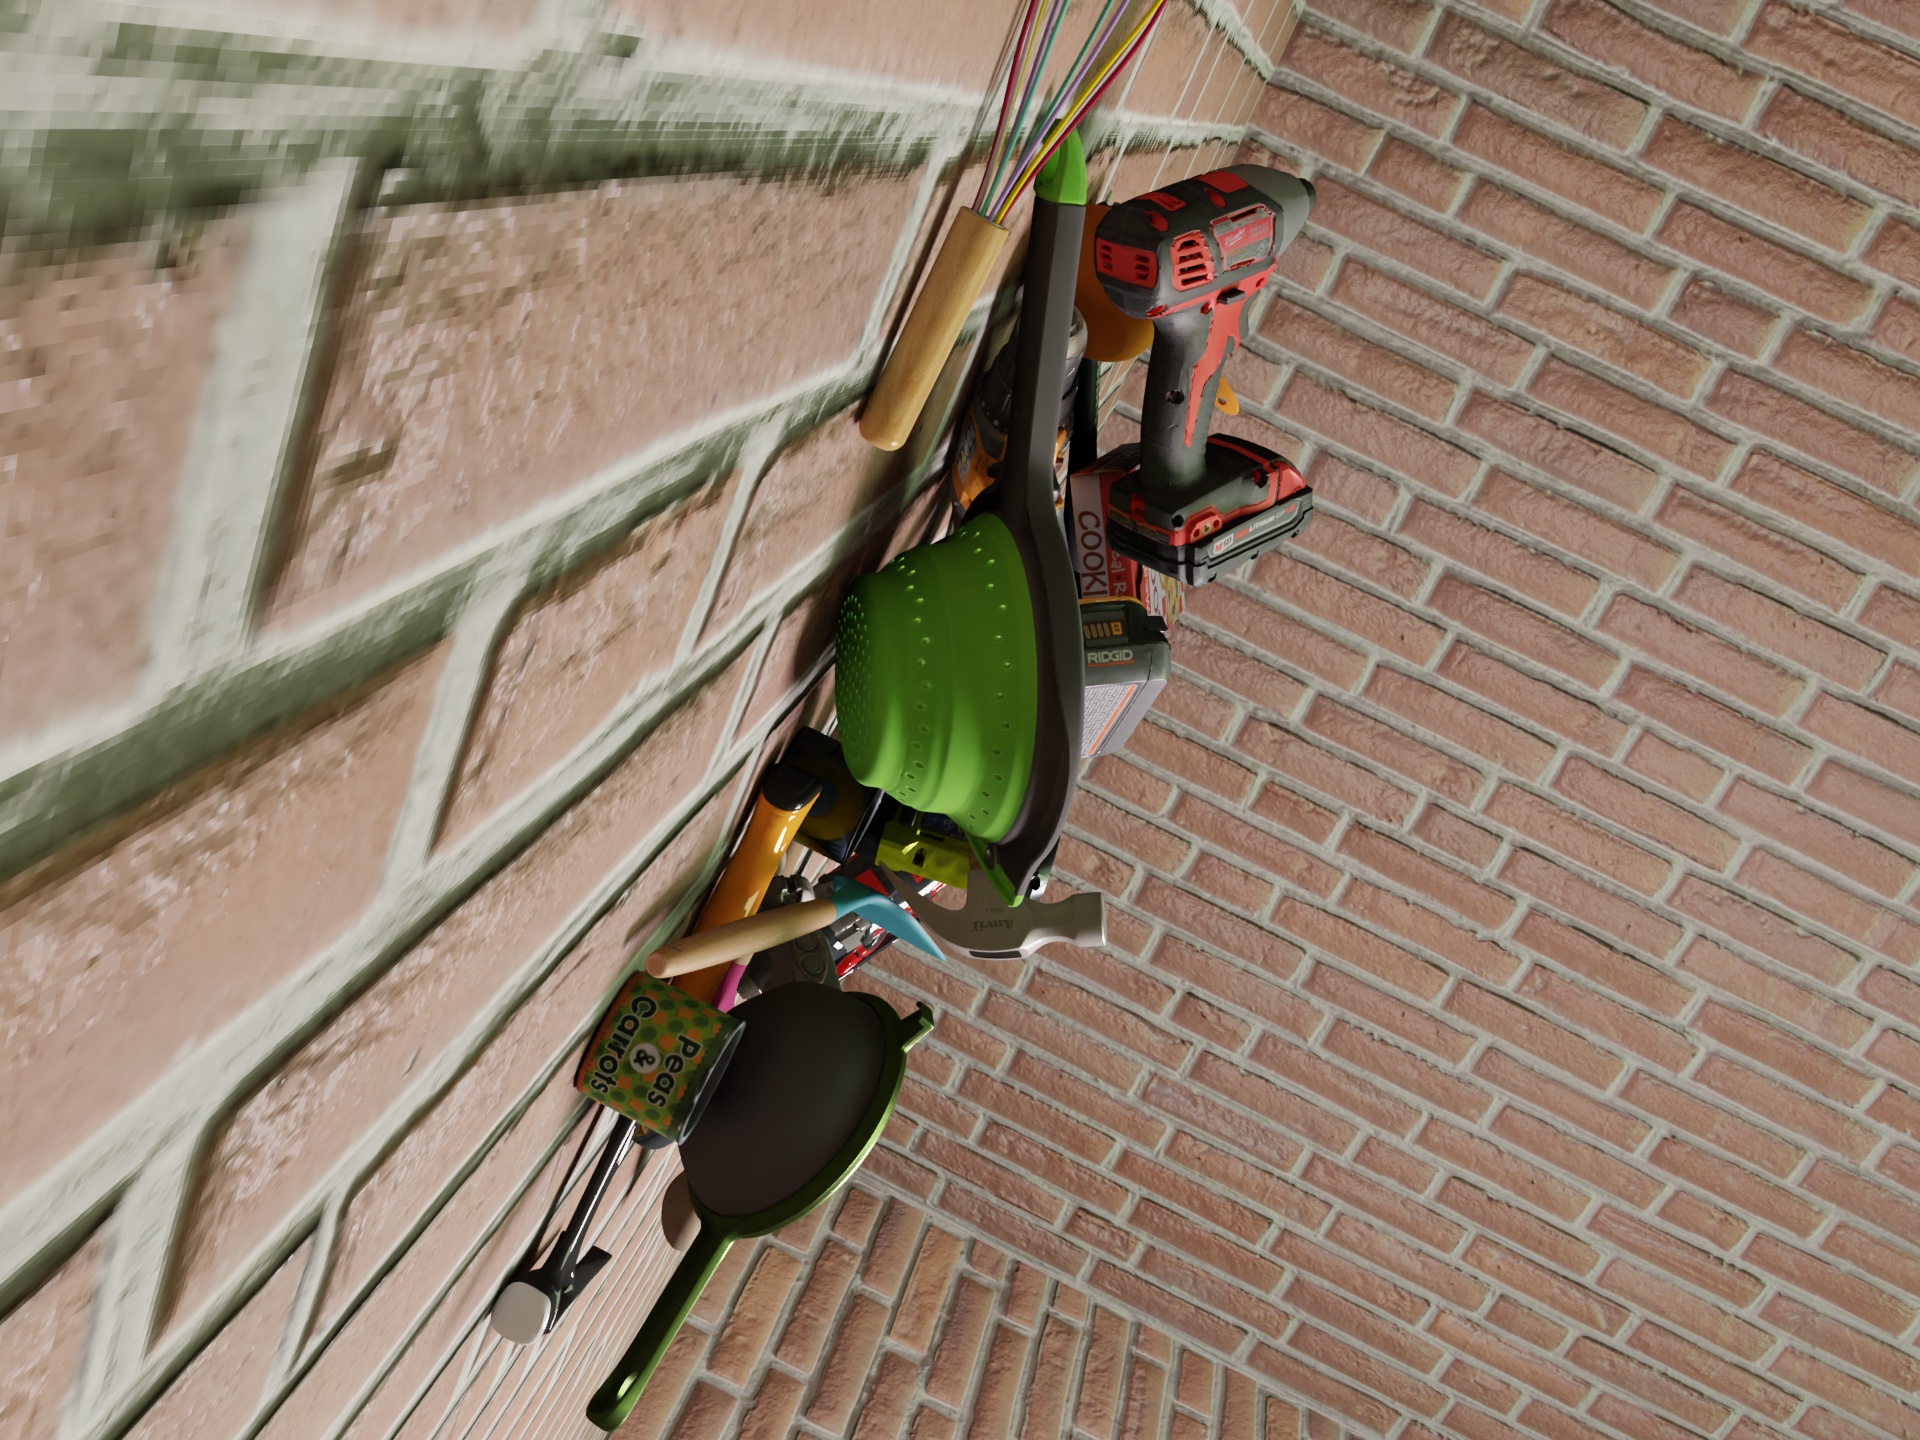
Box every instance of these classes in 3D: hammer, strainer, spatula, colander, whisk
[{"bbox_3d":[-0.152,0.280,1.097,0.410,0.038,0.146,116,-36,-45],"label":"hammer"},{"bbox_3d":[0.085,-0.178,1.119,0.146,0.035,0.334,-65,160,-51],"label":"hammer"},{"bbox_3d":[-0.130,0.231,0.821,0.151,0.069,0.256,-8,-139,48],"label":"strainer"},{"bbox_3d":[-0.088,0.118,0.867,0.044,0.082,0.317,-66,162,9],"label":"spatula"},{"bbox_3d":[-0.004,-0.097,0.805,0.205,0.094,0.396,-124,-144,-62],"label":"colander"},{"bbox_3d":[0.013,-0.013,0.987,0.031,0.130,0.332,67,18,-62],"label":"hammer"},{"bbox_3d":[0.022,-0.213,0.616,0.245,0.047,0.051,-61,180,21],"label":"whisk"},{"bbox_3d":[-0.162,0.179,0.897,0.337,0.034,0.127,-64,177,1],"label":"hammer"}]

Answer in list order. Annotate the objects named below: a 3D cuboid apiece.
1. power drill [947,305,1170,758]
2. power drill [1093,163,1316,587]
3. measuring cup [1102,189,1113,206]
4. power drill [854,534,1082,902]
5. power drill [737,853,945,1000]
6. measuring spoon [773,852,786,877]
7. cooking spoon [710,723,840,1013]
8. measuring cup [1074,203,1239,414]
[{"bbox_3d":[0.053,-0.110,0.912,0.185,0.084,0.226,114,-33,-62],"label":"power drill"},{"bbox_3d":[0.145,-0.200,0.904,0.143,0.079,0.219,-29,131,-29],"label":"power drill"},{"bbox_3d":[0.095,-0.312,1.152,0.083,0.038,0.167,-62,179,-33],"label":"measuring cup"},{"bbox_3d":[-0.002,-0.003,1.050,0.080,0.171,0.223,107,1,-65],"label":"power drill"},{"bbox_3d":[-0.094,0.155,1.248,0.188,0.080,0.226,-35,175,-10],"label":"power drill"},{"bbox_3d":[-0.139,0.127,1.036,0.124,0.018,0.034,-64,178,27],"label":"measuring spoon"},{"bbox_3d":[-0.144,0.143,1.100,0.319,0.017,0.069,-64,170,11],"label":"cooking spoon"},{"bbox_3d":[0.108,-0.227,0.951,0.095,0.173,0.052,2,-124,53],"label":"measuring cup"}]
